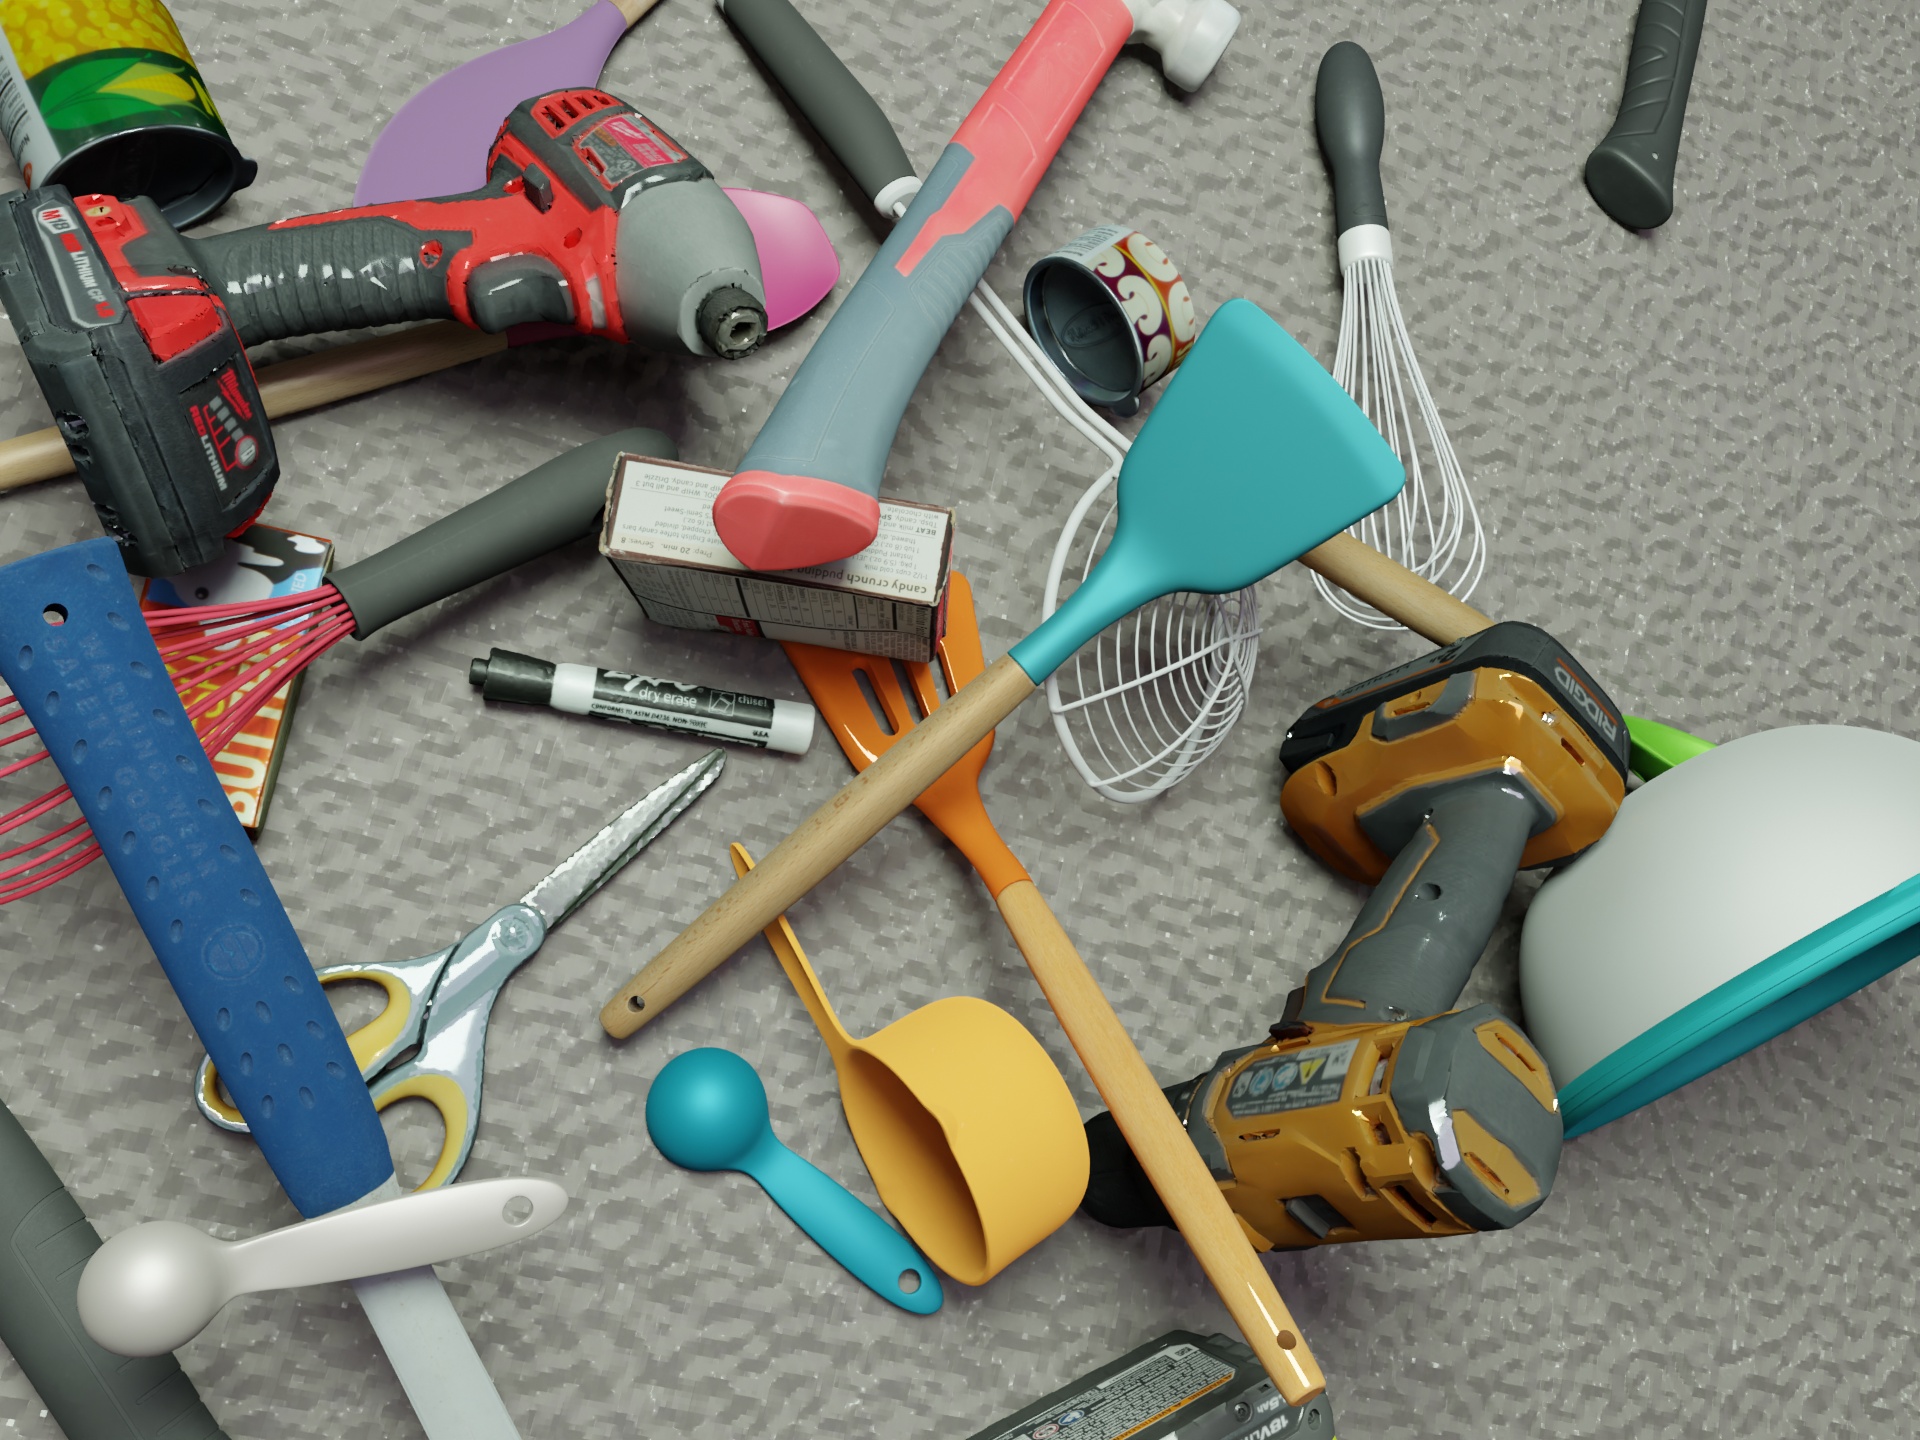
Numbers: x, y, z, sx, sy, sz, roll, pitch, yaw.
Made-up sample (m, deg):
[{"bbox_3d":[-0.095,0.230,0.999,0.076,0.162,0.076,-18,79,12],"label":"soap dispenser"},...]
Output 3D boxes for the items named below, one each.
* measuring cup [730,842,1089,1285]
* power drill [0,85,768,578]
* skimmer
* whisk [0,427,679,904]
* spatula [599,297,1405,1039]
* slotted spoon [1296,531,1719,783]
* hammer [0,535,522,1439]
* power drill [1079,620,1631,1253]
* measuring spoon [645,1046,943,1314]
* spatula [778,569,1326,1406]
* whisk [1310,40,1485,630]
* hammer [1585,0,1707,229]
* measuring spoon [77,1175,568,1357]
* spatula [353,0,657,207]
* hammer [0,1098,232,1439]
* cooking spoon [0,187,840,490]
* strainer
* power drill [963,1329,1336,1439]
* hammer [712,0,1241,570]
[{"bbox_3d":[-0.019,0.104,0.549,0.052,0.095,0.174,-23,67,-26],"label":"measuring cup"},{"bbox_3d":[-0.173,-0.133,0.504,0.219,0.078,0.143,-24,51,-24],"label":"power drill"},{"bbox_3d":[-0.005,-0.138,0.621,0.127,0.090,0.363,-22,72,-49],"label":"skimmer"},{"bbox_3d":[-0.210,-0.026,0.494,0.296,0.073,0.073,-33,89,-30],"label":"whisk"},{"bbox_3d":[-0.001,-0.002,0.523,0.317,0.044,0.082,-42,87,1],"label":"spatula"},{"bbox_3d":[0.212,-0.026,0.623,0.313,0.070,0.031,25,107,-27],"label":"slotted spoon"},{"bbox_3d":[-0.164,0.141,0.455,0.144,0.035,0.405,-26,103,-23],"label":"hammer"},{"bbox_3d":[0.134,0.084,0.564,0.084,0.185,0.226,43,51,-16],"label":"power drill"},{"bbox_3d":[-0.053,0.161,0.545,0.128,0.021,0.042,41,69,-3],"label":"measuring spoon"},{"bbox_3d":[0.029,0.071,0.530,0.081,0.041,0.323,-16,51,-20],"label":"spatula"},{"bbox_3d":[0.178,-0.172,0.682,0.070,0.070,0.285,5,72,-17],"label":"whisk"},{"bbox_3d":[0.372,-0.392,0.804,0.146,0.035,0.335,22,72,-11],"label":"hammer"},{"bbox_3d":[-0.165,0.142,0.424,0.124,0.018,0.034,-6,94,-26],"label":"measuring spoon"},{"bbox_3d":[-0.124,-0.297,0.631,0.060,0.018,0.316,35,70,3],"label":"spatula"},{"bbox_3d":[-0.301,0.117,0.471,0.128,0.033,0.331,-34,89,-22],"label":"hammer"},{"bbox_3d":[-0.190,-0.134,0.572,0.319,0.017,0.069,-22,77,-21],"label":"cooking spoon"},{"bbox_3d":[0.303,0.030,0.547,0.211,0.340,0.095,-15,60,-25],"label":"strainer"},{"bbox_3d":[0.093,0.332,0.528,0.171,0.080,0.223,-20,88,-20],"label":"power drill"},{"bbox_3d":[-0.007,-0.199,0.573,0.143,0.038,0.387,31,52,-7],"label":"hammer"}]
